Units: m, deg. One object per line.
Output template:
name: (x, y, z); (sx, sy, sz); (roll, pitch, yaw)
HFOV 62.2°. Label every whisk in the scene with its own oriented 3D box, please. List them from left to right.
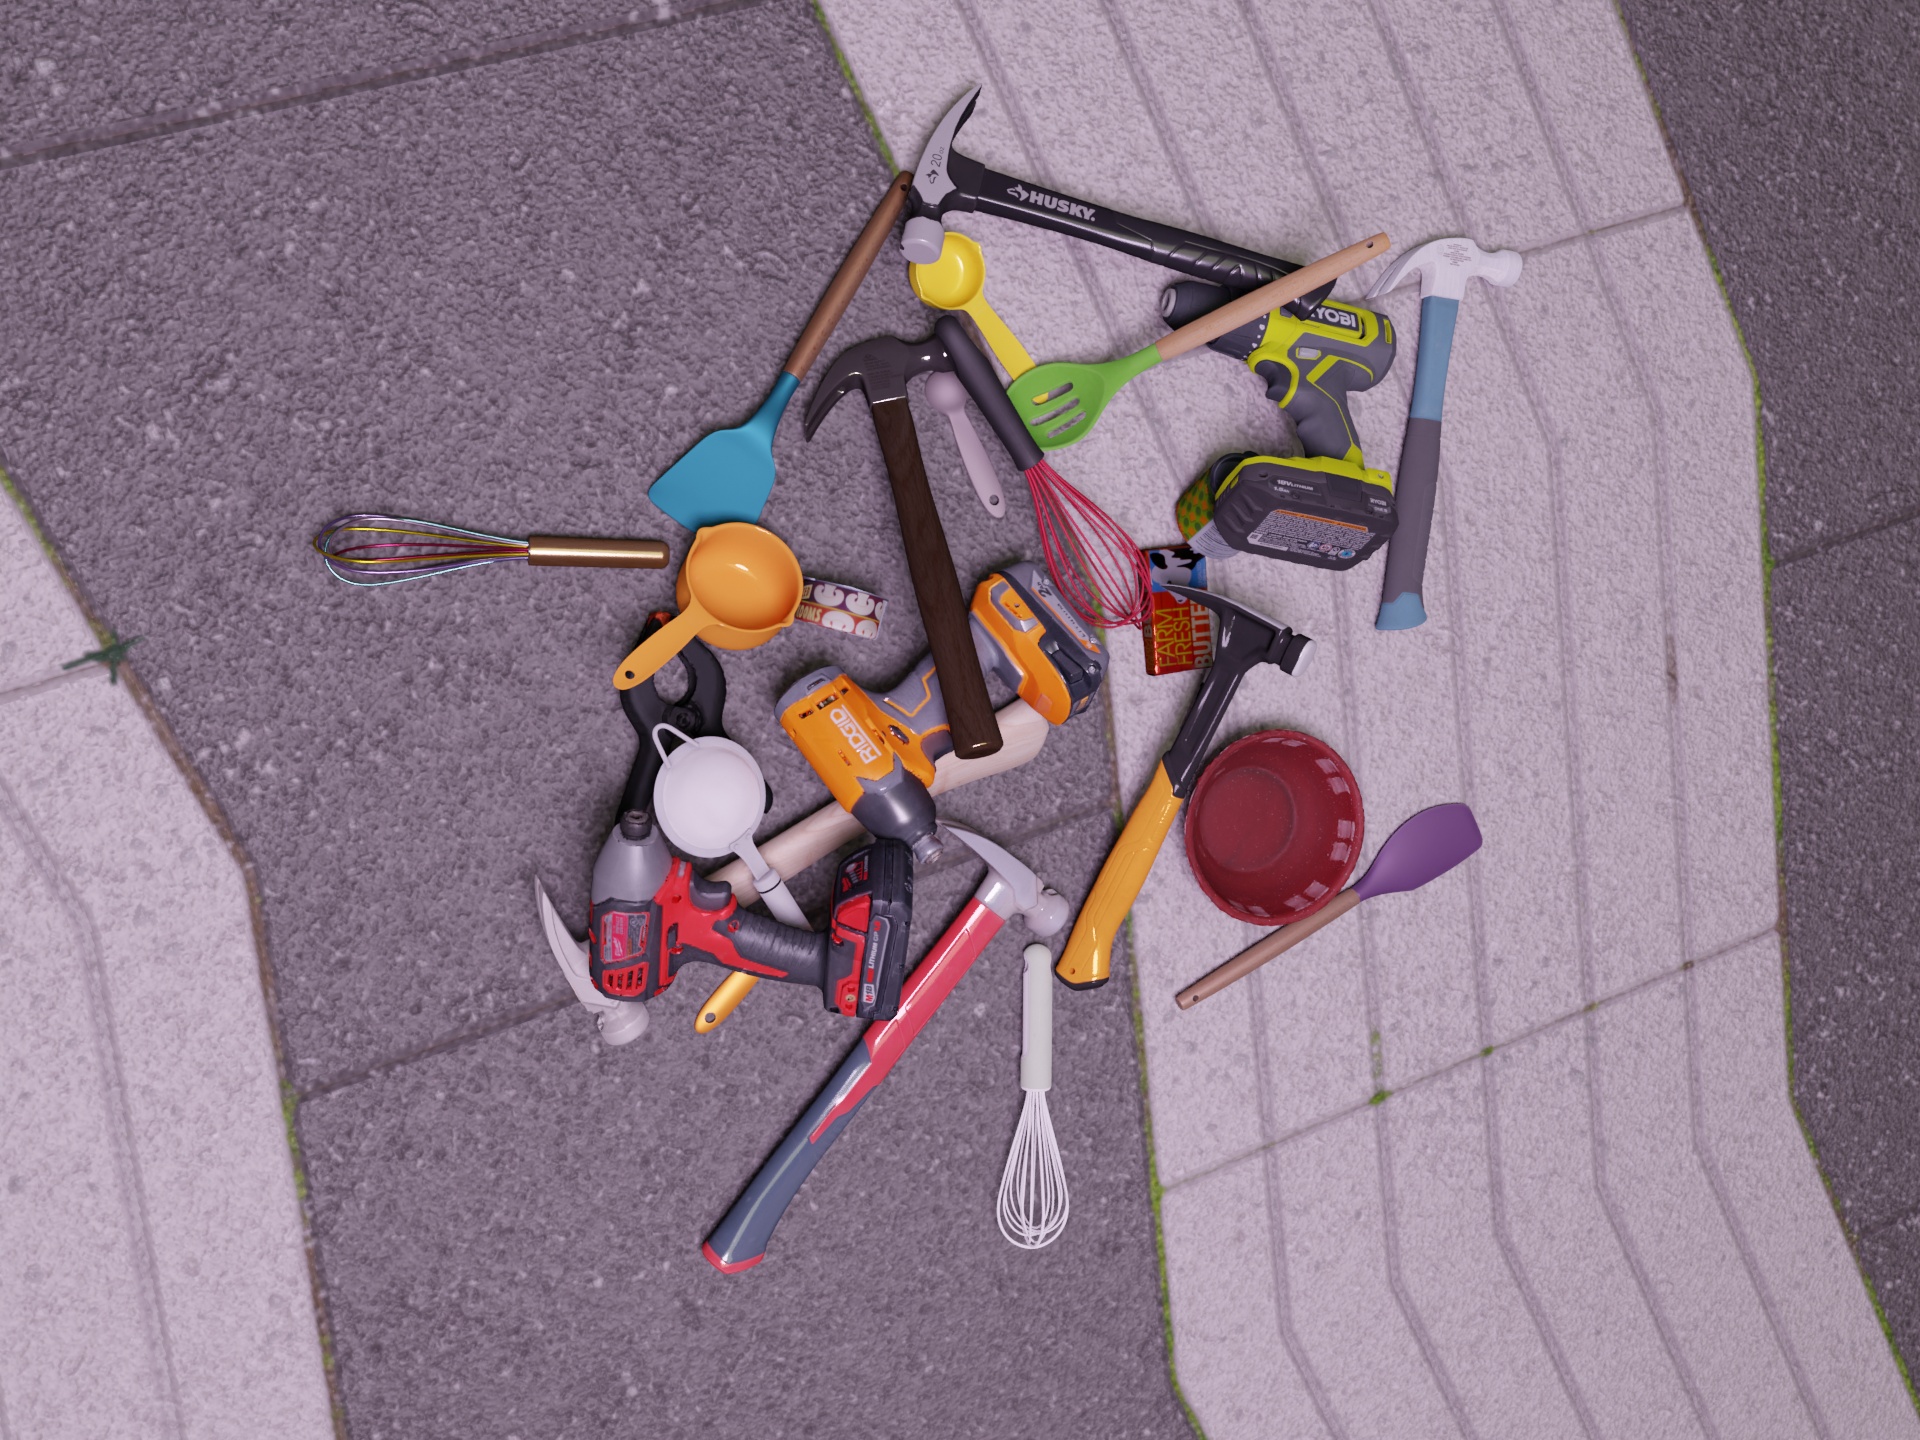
whisk: (-0.331, -0.119, 1.136); (0.245, 0.047, 0.051); (0, 94, -19)
whisk: (0.060, 0.303, 1.282); (0.059, 0.058, 0.246); (1, 90, -8)
whisk: (0.063, -0.181, 1.206); (0.073, 0.073, 0.295); (-40, 116, -9)

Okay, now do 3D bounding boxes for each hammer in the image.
hammer: (-0.116, 0.083, 1.202); (0.410, 0.038, 0.146); (-30, 120, -14)
hammer: (-0.080, 0.256, 1.230); (0.143, 0.038, 0.386); (41, 85, -29)
hammer: (-0.028, -0.130, 1.162); (0.130, 0.031, 0.331); (-13, 74, -5)
hammer: (0.127, -0.373, 1.206); (0.334, 0.035, 0.146); (14, 73, -8)
hammer: (0.151, 0.061, 1.258); (0.127, 0.034, 0.337); (30, 103, 24)
hammer: (0.390, -0.238, 1.336); (0.128, 0.033, 0.331); (6, 93, -17)

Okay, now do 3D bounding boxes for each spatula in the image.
spatula: (-0.119, -0.279, 1.194); (0.082, 0.044, 0.317); (32, 81, -18)
spatula: (0.315, 0.160, 1.356); (0.316, 0.018, 0.059); (-29, 101, -13)

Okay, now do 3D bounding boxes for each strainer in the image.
strainer: (-0.142, 0.109, 1.150); (0.087, 0.050, 0.258); (-42, 116, -28)

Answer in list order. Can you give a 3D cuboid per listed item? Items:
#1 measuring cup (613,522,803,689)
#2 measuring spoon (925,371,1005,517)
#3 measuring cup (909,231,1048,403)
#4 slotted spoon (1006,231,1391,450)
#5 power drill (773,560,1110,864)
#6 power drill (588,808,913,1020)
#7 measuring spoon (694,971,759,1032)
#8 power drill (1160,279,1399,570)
measuring cup: (-0.191, -0.069, 1.148); (0.095, 0.052, 0.174); (46, 60, -2)
measuring spoon: (0.009, -0.215, 1.235); (0.034, 0.018, 0.124); (-26, 99, -12)
measuring cup: (0.017, -0.308, 1.233); (0.062, 0.029, 0.156); (-45, 116, -9)
slotted spoon: (0.174, -0.288, 1.199); (0.314, 0.031, 0.070); (-24, 77, 16)
power drill: (-0.002, -0.004, 1.182); (0.226, 0.084, 0.164); (-32, 74, -20)
power drill: (-0.146, 0.132, 1.099); (0.219, 0.079, 0.143); (6, 119, -4)
measuring spoon: (-0.163, 0.196, 1.226); (0.021, 0.011, 0.117); (44, 83, -15)
power drill: (0.250, -0.242, 1.236); (0.190, 0.080, 0.229); (9, 62, -15)
